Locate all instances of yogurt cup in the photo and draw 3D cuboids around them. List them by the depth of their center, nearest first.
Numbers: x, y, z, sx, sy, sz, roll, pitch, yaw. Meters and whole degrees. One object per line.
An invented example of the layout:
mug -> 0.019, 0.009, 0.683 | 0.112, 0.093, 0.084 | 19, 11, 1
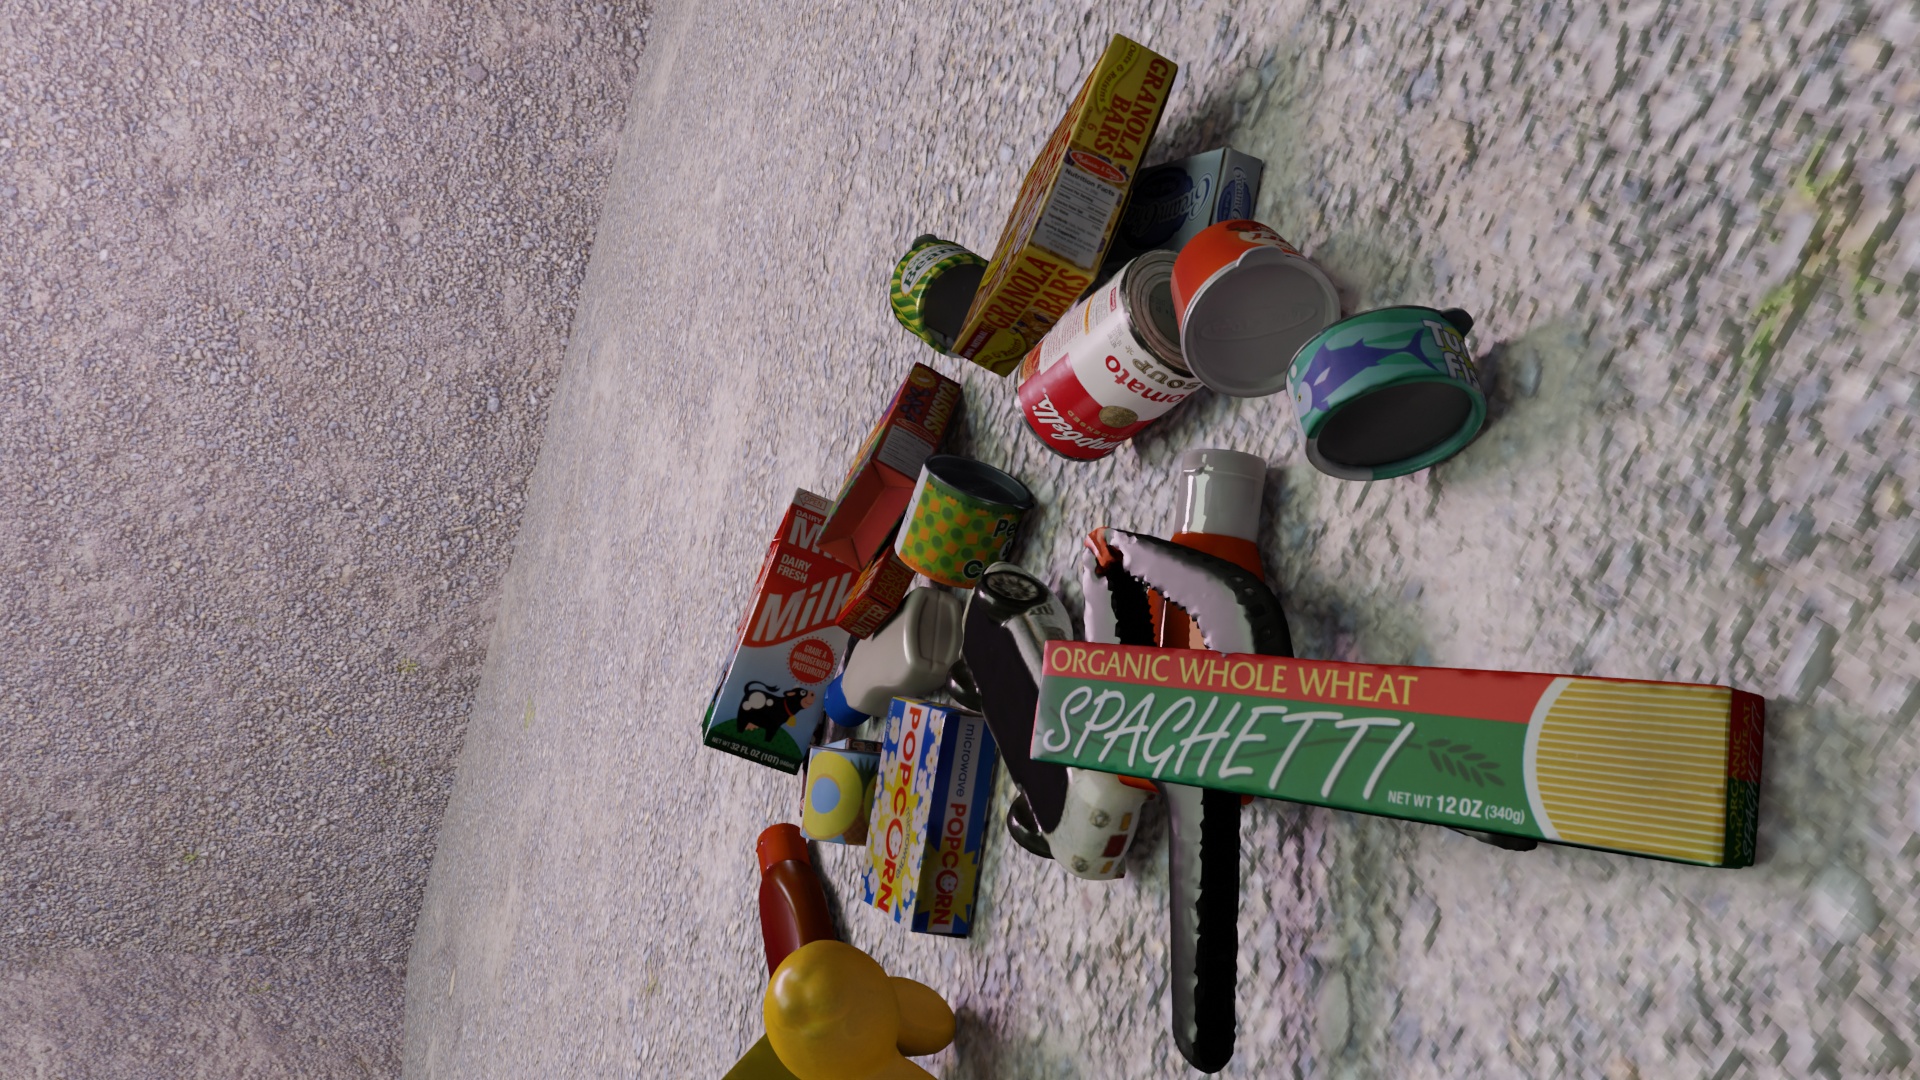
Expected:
yogurt cup -> 0.123, -0.103, 0.600 | 0.054, 0.072, 0.072 | -100, 31, -53

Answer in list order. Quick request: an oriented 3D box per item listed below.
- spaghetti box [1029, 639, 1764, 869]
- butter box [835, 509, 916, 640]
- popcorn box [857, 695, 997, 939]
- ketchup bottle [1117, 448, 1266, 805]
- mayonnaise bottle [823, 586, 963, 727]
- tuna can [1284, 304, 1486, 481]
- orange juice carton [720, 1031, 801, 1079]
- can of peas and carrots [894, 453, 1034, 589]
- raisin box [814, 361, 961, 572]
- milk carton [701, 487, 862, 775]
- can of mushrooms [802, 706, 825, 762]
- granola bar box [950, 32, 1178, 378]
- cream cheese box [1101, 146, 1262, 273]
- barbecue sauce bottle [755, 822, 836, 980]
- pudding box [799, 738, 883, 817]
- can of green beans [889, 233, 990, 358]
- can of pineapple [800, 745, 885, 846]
spaghetti box -> 0.125, 0.065, 0.465 | 0.250, 0.029, 0.050 | 0, 79, 44
butter box -> -0.043, 0.012, 0.900 | 0.053, 0.024, 0.104 | -44, 16, 51
popcorn box -> -0.019, 0.159, 0.817 | 0.085, 0.038, 0.126 | -1, 79, 64
ketchup bottle -> 0.105, 0.036, 0.599 | 0.064, 0.043, 0.149 | -2, 77, 55
mayonnaise bottle -> -0.047, 0.084, 0.907 | 0.147, 0.041, 0.065 | -42, 36, 54
tuna can -> 0.156, -0.053, 0.505 | 0.070, 0.071, 0.033 | -49, 39, 47
orange juice carton -> -0.116, 0.394, 0.834 | 0.072, 0.073, 0.191 | 23, 118, 20
can of peas and carrots -> 0.003, -0.010, 0.815 | 0.058, 0.071, 0.071 | -69, 26, 20
raisin box -> -0.045, -0.050, 0.908 | 0.085, 0.040, 0.124 | -55, 10, 37
milk carton -> -0.120, 0.062, 0.998 | 0.073, 0.072, 0.190 | -172, 104, -78
can of mushrooms -> -0.132, 0.139, 1.073 | 0.070, 0.033, 0.071 | -35, 49, 55
granola bar box -> 0.051, -0.168, 0.732 | 0.165, 0.039, 0.124 | 142, 151, -74
cream cheese box -> 0.109, -0.163, 0.701 | 0.104, 0.024, 0.053 | 16, 95, 65
barbecue sauce bottle -> -0.116, 0.264, 0.974 | 0.064, 0.044, 0.149 | -65, 28, 28
pudding box -> -0.083, 0.165, 0.961 | 0.083, 0.030, 0.050 | -27, 57, 60
can of green beans -> -0.006, -0.155, 0.890 | 0.058, 0.071, 0.071 | 46, 121, 60
can of pineapple -> -0.064, 0.162, 0.881 | 0.071, 0.071, 0.058 | -12, 70, 63
